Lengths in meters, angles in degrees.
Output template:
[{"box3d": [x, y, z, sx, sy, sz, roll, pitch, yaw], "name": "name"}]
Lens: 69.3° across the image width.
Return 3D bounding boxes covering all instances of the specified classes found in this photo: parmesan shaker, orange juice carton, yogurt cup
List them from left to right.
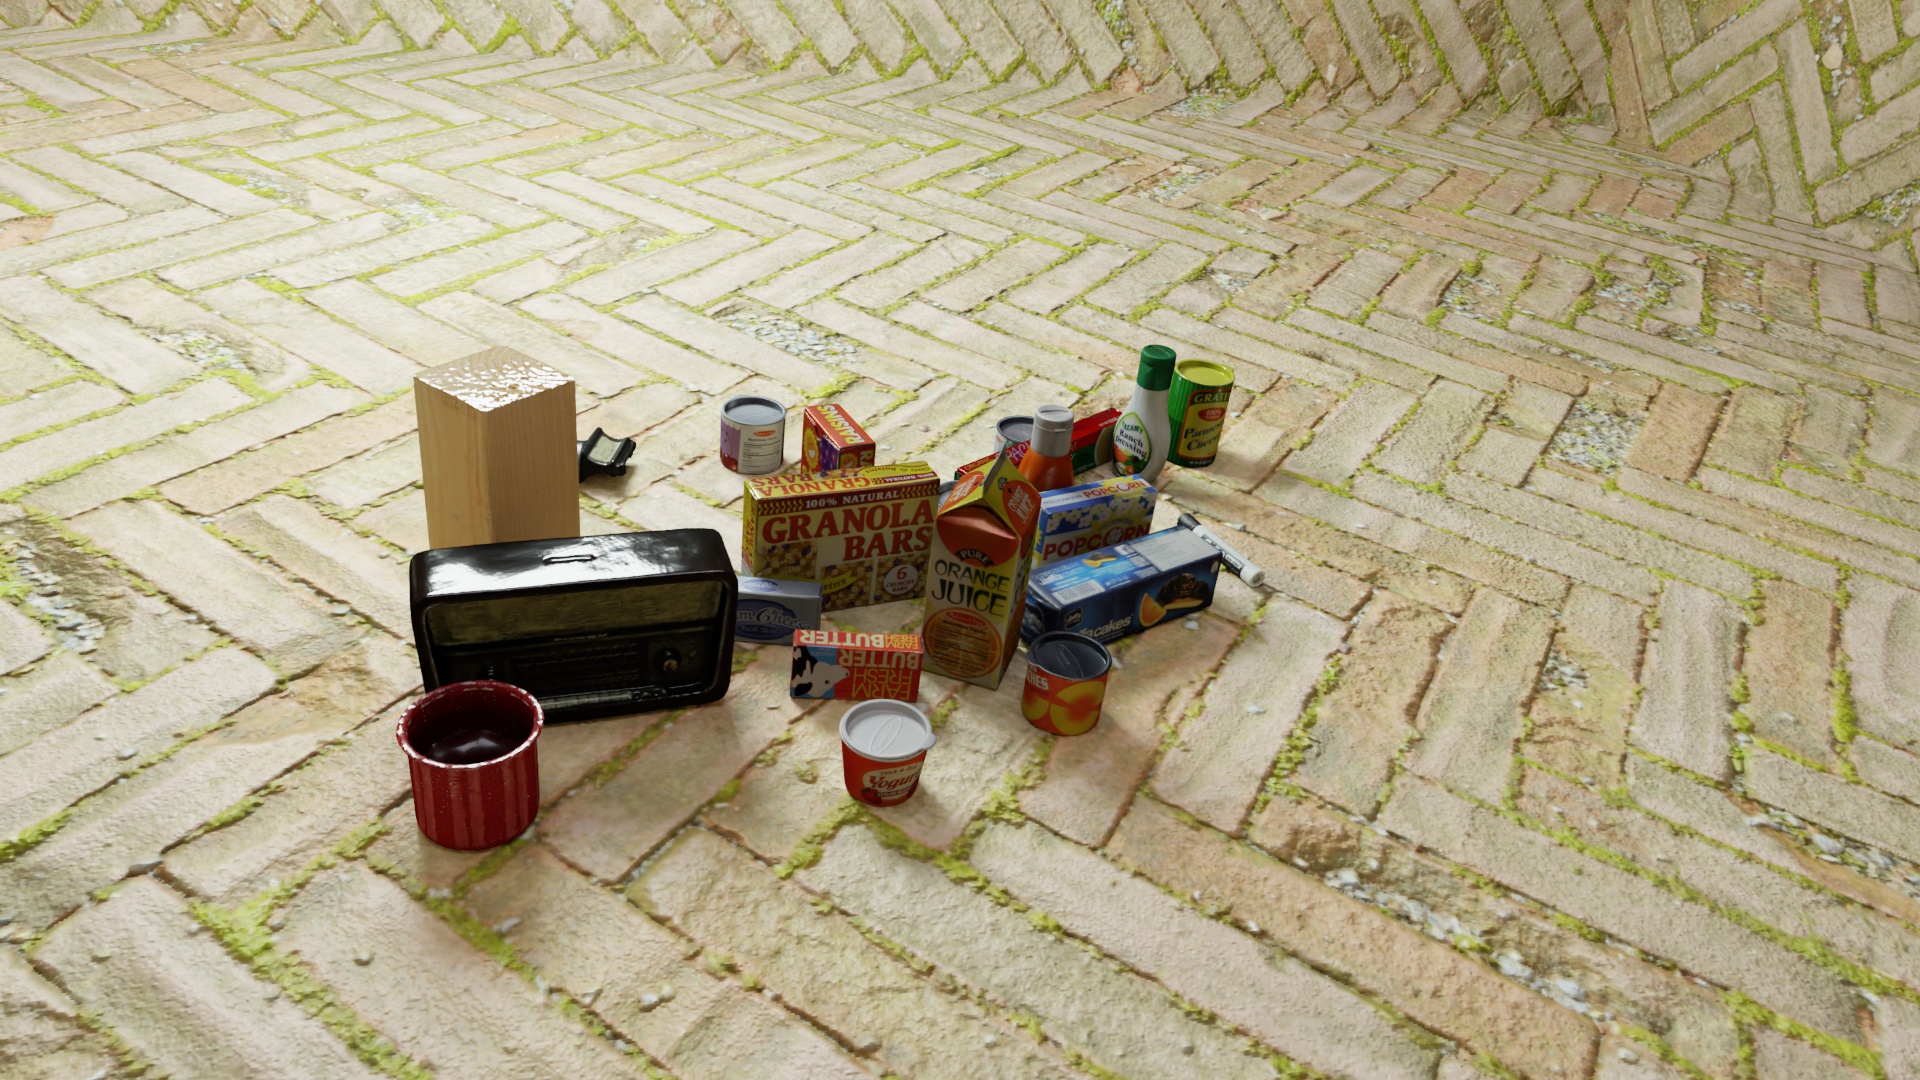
[{"box3d": [-0.057, 0.158, 1.021, 0.072, 0.053, 0.073, 5, 31, -3], "name": "yogurt cup"}, {"box3d": [0.017, 0.019, 1.131, 0.073, 0.191, 0.072, 14, 32, 11], "name": "orange juice carton"}, {"box3d": [0.261, -0.140, 1.529, 0.071, 0.102, 0.071, 5, 31, -3], "name": "parmesan shaker"}]

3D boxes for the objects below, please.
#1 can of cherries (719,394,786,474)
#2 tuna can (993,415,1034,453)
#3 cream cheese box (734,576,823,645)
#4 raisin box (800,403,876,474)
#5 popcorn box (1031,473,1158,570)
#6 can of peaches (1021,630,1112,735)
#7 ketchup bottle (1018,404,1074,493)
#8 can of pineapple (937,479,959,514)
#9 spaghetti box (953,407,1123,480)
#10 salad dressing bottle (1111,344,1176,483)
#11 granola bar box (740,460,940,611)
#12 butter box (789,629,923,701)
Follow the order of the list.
[{"box3d": [-0.213, -0.109, 1.421, 0.071, 0.058, 0.072, 5, 31, -3], "name": "can of cherries"}, {"box3d": [0.072, -0.106, 1.501, 0.071, 0.032, 0.071, 5, 31, -3], "name": "tuna can"}, {"box3d": [-0.168, 0.059, 1.160, 0.104, 0.053, 0.024, 5, 31, -3], "name": "cream cheese box"}, {"box3d": [-0.117, -0.053, 1.287, 0.040, 0.122, 0.086, -10, 35, -26], "name": "raisin box"}, {"box3d": [0.118, -0.009, 1.301, 0.127, 0.084, 0.038, -12, 36, -28], "name": "popcorn box"}, {"box3d": [0.082, 0.115, 1.117, 0.071, 0.057, 0.071, 5, 31, -3], "name": "can of peaches"}, {"box3d": [0.079, -0.054, 1.306, 0.065, 0.148, 0.044, -3, 33, -17], "name": "ketchup bottle"}, {"box3d": [0.005, -0.016, 1.316, 0.071, 0.057, 0.071, 5, 31, -3], "name": "can of pineapple"}, {"box3d": [0.087, -0.082, 1.448, 0.029, 0.050, 0.251, 31, 38, 34], "name": "spaghetti box"}, {"box3d": [0.196, -0.132, 1.460, 0.044, 0.146, 0.064, -19, 40, -37], "name": "salad dressing bottle"}, {"box3d": [-0.104, 0.000, 1.202, 0.166, 0.123, 0.039, -8, 34, -23], "name": "granola bar box"}, {"box3d": [-0.083, 0.100, 1.110, 0.103, 0.052, 0.024, 3, 31, -7], "name": "butter box"}]
